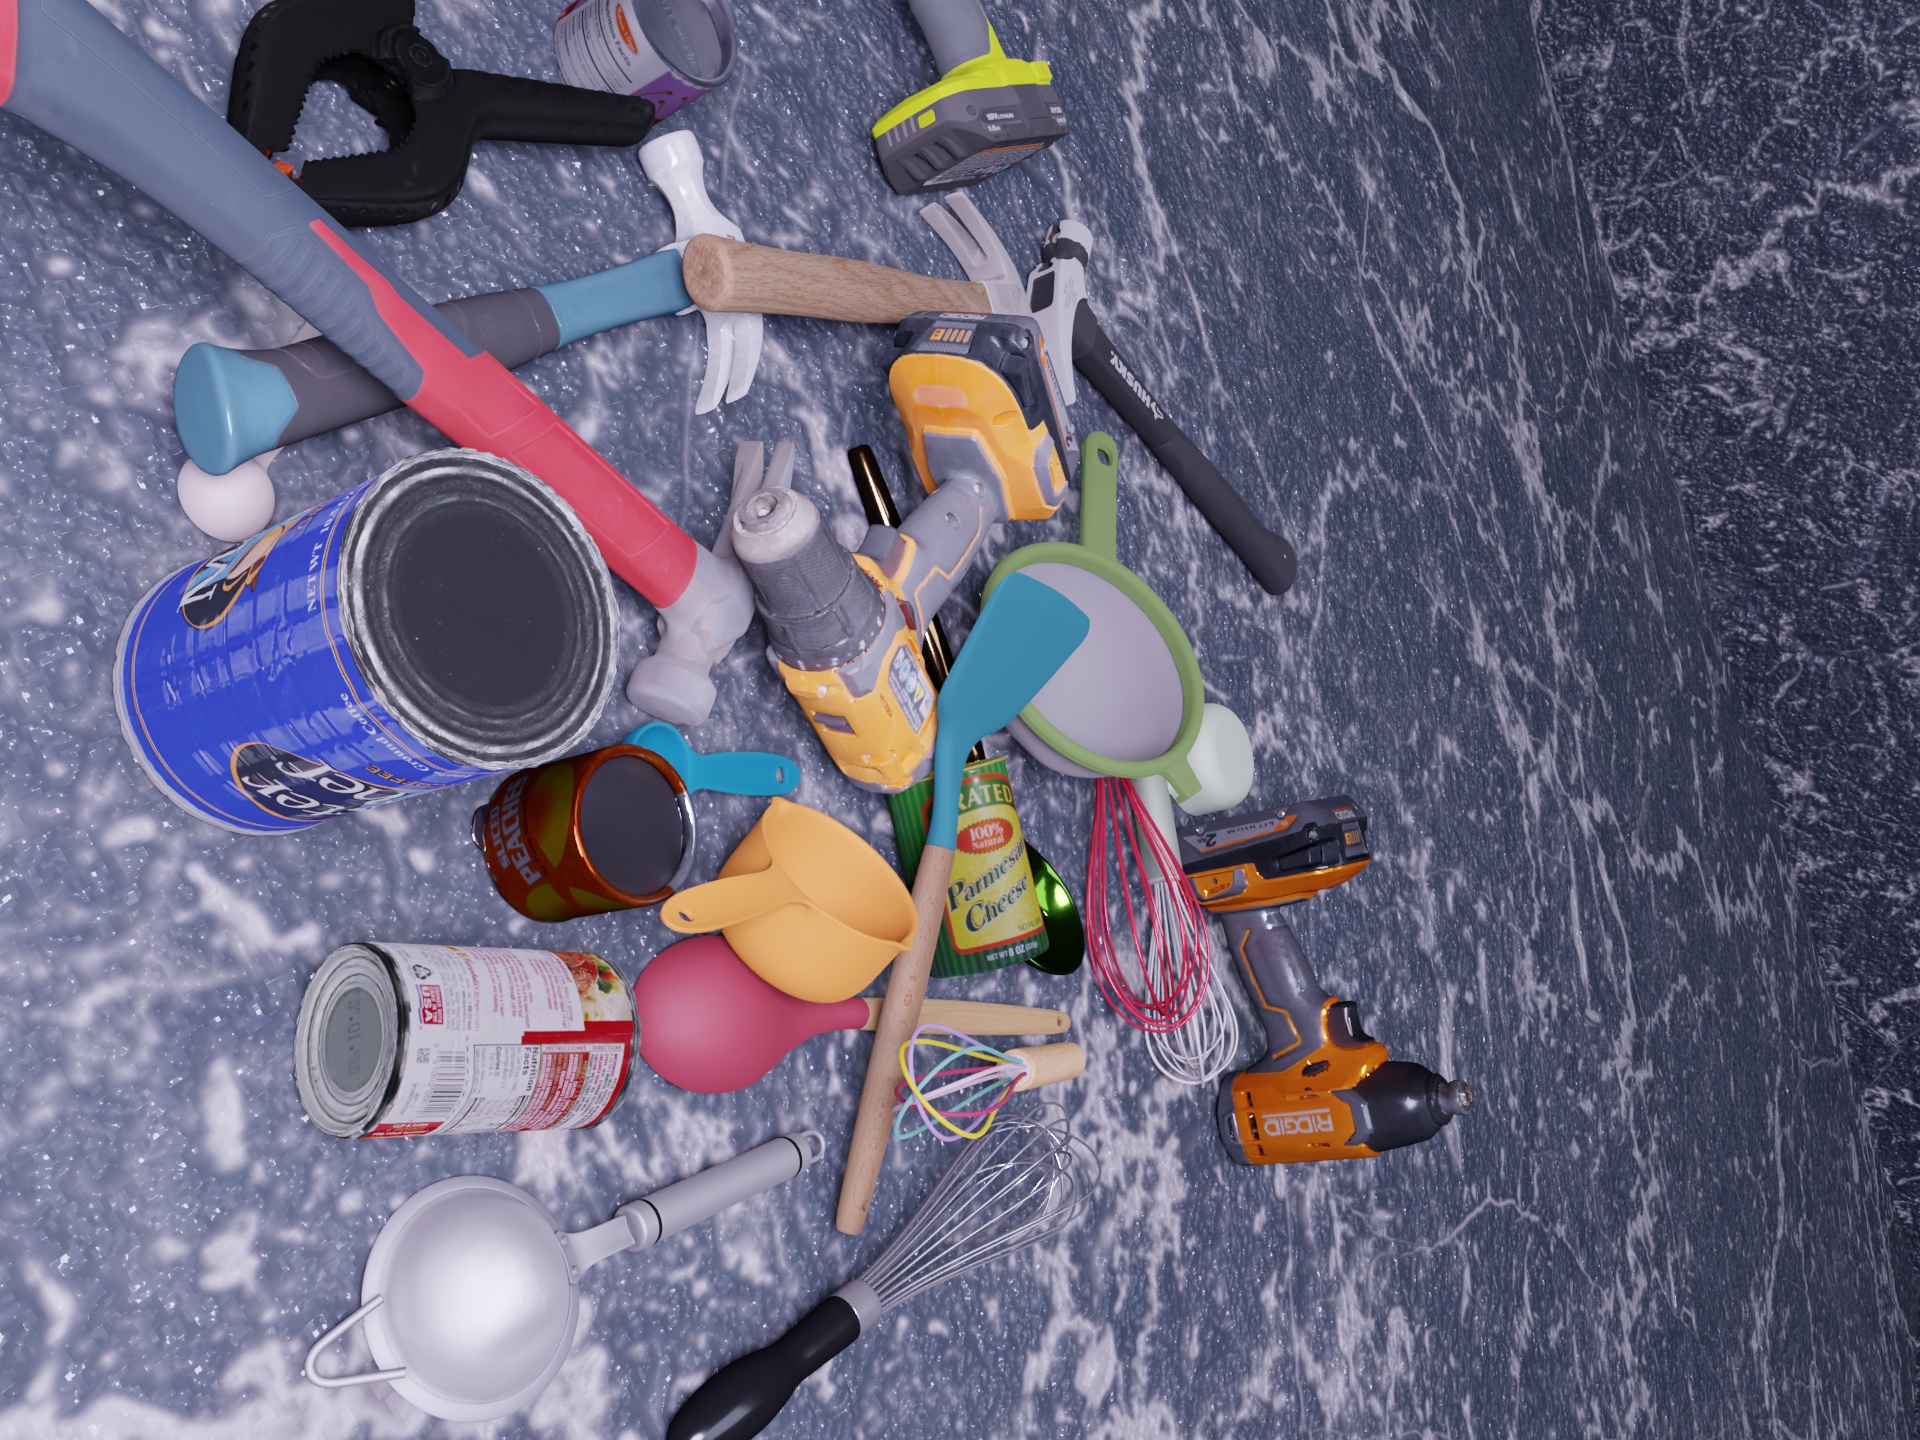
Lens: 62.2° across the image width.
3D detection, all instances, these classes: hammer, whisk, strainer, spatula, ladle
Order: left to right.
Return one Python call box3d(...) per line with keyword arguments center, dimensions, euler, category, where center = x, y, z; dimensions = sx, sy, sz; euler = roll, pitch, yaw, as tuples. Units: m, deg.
box3d(center=(-0.185, -0.141, 0.584), dimensions=(0.385, 0.038, 0.143), euler=(45, 57, -54), category="hammer")
box3d(center=(-0.187, -0.167, 0.669), dimensions=(0.331, 0.033, 0.128), euler=(-42, 113, -54), category="hammer")
box3d(center=(-0.134, 0.202, 0.634), dimensions=(0.258, 0.050, 0.087), euler=(-7, 70, -57), category="strainer")
box3d(center=(-0.042, -0.235, 0.868), dimensions=(0.331, 0.031, 0.130), euler=(-19, 92, -61), category="hammer")
box3d(center=(-0.035, 0.148, 0.791), dimensions=(0.315, 0.031, 0.069), euler=(15, 67, -52), category="ladle")
box3d(center=(-0.029, 0.258, 0.743), dimensions=(0.284, 0.070, 0.070), euler=(-22, 97, -48), category="whisk")
box3d(center=(-0.008, 0.087, 0.759), dimensions=(0.082, 0.044, 0.317), euler=(25, 76, -54), category="spatula")
box3d(center=(0.022, 0.180, 0.796), dimensions=(0.051, 0.047, 0.244), euler=(-68, 158, 0), category="whisk")
box3d(center=(0.066, -0.065, 0.945), dimensions=(0.151, 0.069, 0.257), euler=(23, 50, -22), category="strainer")
box3d(center=(0.094, 0.042, 0.967), dimensions=(0.073, 0.073, 0.296), euler=(5, 70, -52), category="whisk")
box3d(center=(0.131, 0.109, 1.010), dimensions=(0.059, 0.058, 0.246), euler=(70, 11, -78), category="whisk")
box3d(center=(0.150, -0.191, 1.133), dimensions=(0.334, 0.035, 0.146), euler=(40, 49, -39), category="hammer")

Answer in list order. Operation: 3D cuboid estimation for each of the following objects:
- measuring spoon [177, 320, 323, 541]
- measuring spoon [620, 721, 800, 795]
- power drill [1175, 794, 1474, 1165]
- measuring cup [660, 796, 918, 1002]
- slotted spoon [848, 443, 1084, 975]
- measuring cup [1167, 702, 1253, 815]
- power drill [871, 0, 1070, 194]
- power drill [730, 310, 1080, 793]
box3d(center=(-0.251, -0.119, 0.596), dimensions=(0.034, 0.018, 0.124), euler=(44, 47, -36), category="measuring spoon")
box3d(center=(-0.117, 0.024, 0.733), dimensions=(0.128, 0.021, 0.042), euler=(7, 80, -61), category="measuring spoon")
box3d(center=(0.229, 0.166, 1.018), dimensions=(0.084, 0.164, 0.226), euler=(-2, 79, -52), category="power drill")
box3d(center=(-0.087, 0.087, 0.682), dimensions=(0.095, 0.052, 0.173), euler=(46, 20, 17), category="measuring cup")
box3d(center=(-0.001, -0.003, 0.881), dimensions=(0.070, 0.031, 0.313), euler=(-29, 101, -54), category="slotted spoon")
box3d(center=(0.155, -0.015, 1.078), dimensions=(0.083, 0.038, 0.167), euler=(-40, 113, -50), category="measuring cup")
box3d(center=(-0.036, -0.435, 0.932), dimensions=(0.190, 0.080, 0.228), euler=(-33, 103, -52), category="power drill")
box3d(center=(-0.027, -0.102, 0.777), dimensions=(0.226, 0.084, 0.185), euler=(-65, 150, -27), category="power drill")
